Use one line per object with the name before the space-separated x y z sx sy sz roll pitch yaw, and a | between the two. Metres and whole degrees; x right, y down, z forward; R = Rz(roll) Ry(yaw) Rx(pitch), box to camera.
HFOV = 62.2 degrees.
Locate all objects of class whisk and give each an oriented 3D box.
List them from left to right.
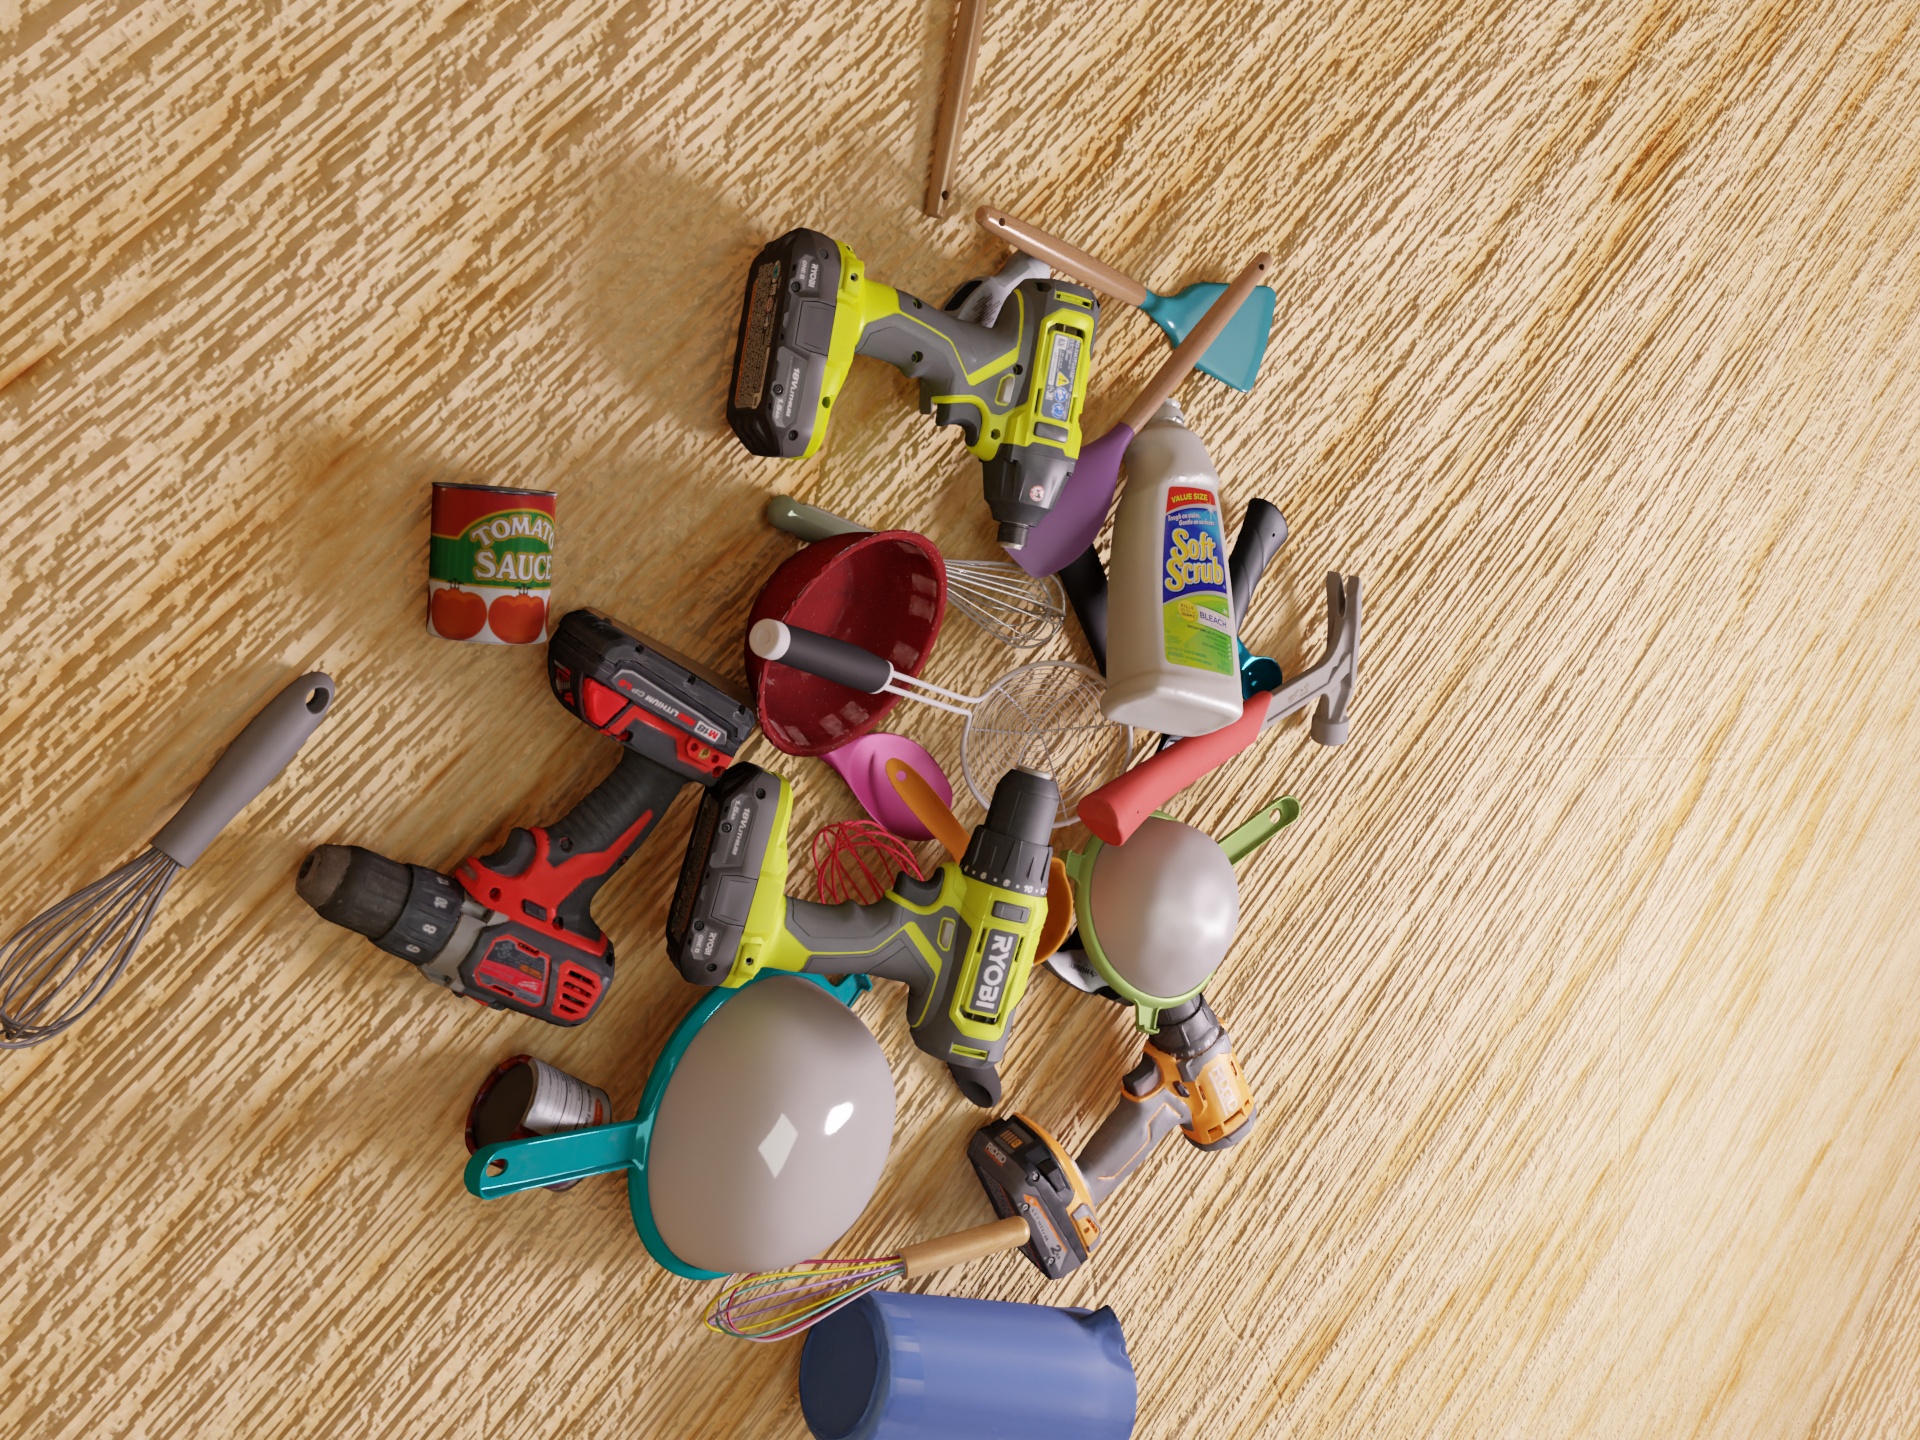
whisk | -0.405 0.066 0.809 0.239 0.055 0.055 -55 127 -21
whisk | -0.060 0.381 1.102 0.245 0.051 0.047 -7 97 -27
whisk | -0.029 0.178 1.123 0.073 0.073 0.295 -42 127 -24
whisk | -0.024 -0.103 1.072 0.246 0.058 0.059 18 93 -35

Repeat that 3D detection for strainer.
strainer | -0.140 0.261 0.966 0.340 0.095 0.211 9 91 -58
strainer | 0.197 0.114 1.204 0.256 0.069 0.151 -29 96 -37

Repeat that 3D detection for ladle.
ladle | 0.020 -0.485 1.019 0.078 0.062 0.320 5 99 -39

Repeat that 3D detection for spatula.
spatula | 0.121 -0.308 1.124 0.317 0.044 0.082 6 100 -50
spatula | 0.135 -0.225 1.141 0.059 0.018 0.316 44 73 -19

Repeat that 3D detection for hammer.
hammer | 0.067 -0.158 1.139 0.128 0.033 0.330 -41 122 -26
hammer | 0.160 0.016 1.240 0.149 0.036 0.409 27 85 -37
hammer | 0.210 0.000 1.221 0.359 0.037 0.149 -26 123 -44

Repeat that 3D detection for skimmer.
skimmer | -0.002 -0.003 1.027 0.127 0.090 0.363 -57 151 8

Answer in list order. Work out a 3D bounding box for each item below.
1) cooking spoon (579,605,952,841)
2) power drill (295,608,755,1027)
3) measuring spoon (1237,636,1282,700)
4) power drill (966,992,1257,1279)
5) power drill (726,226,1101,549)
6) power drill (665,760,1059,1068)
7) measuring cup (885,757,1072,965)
cooking spoon | -0.116 0.002 1.037 0.318 0.017 0.069 31 63 -38
power drill | -0.244 0.051 0.905 0.187 0.080 0.227 33 87 -35
measuring spoon | 0.216 -0.061 1.294 0.042 0.021 0.128 -49 116 -10
power drill | 0.118 0.297 1.229 0.226 0.084 0.185 -33 118 -19
power drill | -0.025 -0.207 0.999 0.223 0.080 0.171 8 95 -27
power drill | -0.052 0.102 0.992 0.228 0.080 0.190 16 91 -19
measuring cup | 0.003 0.096 1.106 0.095 0.052 0.173 -40 89 -11
